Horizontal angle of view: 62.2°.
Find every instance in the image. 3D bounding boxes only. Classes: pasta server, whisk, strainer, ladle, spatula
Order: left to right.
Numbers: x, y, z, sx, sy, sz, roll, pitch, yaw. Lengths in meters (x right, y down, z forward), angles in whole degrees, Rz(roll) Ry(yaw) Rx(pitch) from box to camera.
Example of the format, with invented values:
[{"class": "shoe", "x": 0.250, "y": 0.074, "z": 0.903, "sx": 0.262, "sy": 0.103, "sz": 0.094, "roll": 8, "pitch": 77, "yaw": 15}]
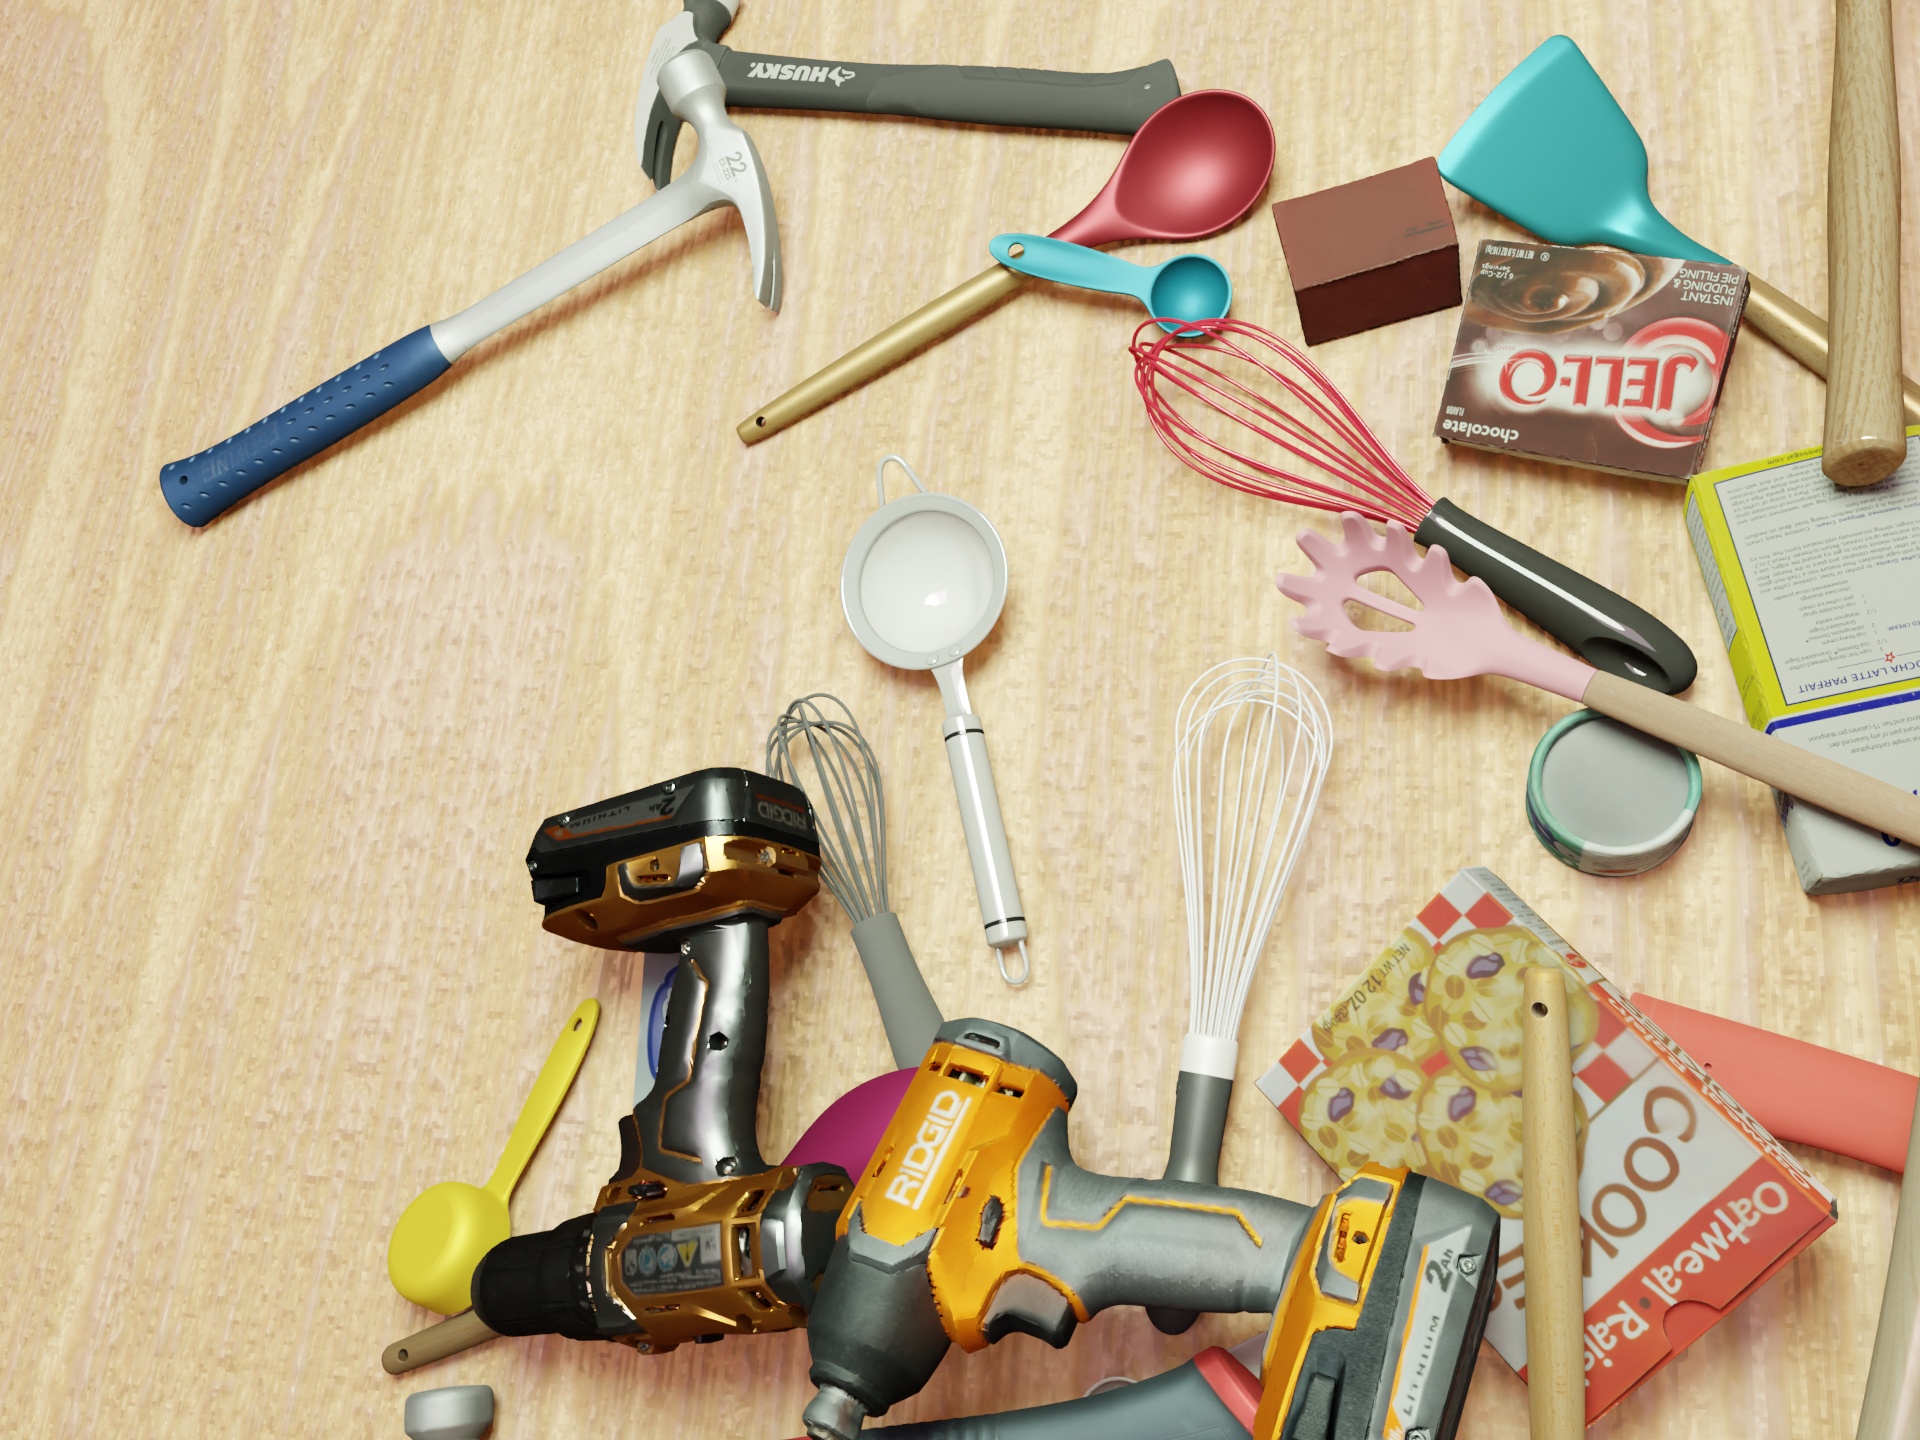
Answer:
[{"class": "whisk", "x": -0.036, "y": 0.092, "z": 0.721, "sx": 0.055, "sy": 0.055, "sz": 0.239, "roll": -26, "pitch": 69, "yaw": 8}, {"class": "strainer", "x": -0.001, "y": -0.002, "z": 0.747, "sx": 0.087, "sy": 0.050, "sz": 0.259, "roll": -18, "pitch": 71, "yaw": 18}, {"class": "ladle", "x": 0.018, "y": -0.227, "z": 0.830, "sx": 0.315, "sy": 0.031, "sz": 0.069, "roll": -28, "pitch": 91, "yaw": 9}, {"class": "whisk", "x": 0.109, "y": 0.108, "z": 0.664, "sx": 0.070, "sy": 0.070, "sz": 0.285, "roll": 6, "pitch": 78, "yaw": 20}, {"class": "whisk", "x": 0.193, "y": -0.100, "z": 0.711, "sx": 0.296, "sy": 0.073, "sz": 0.073, "roll": 37, "pitch": 85, "yaw": 21}, {"class": "pasta server", "x": 0.270, "y": -0.003, "z": 0.617, "sx": 0.316, "sy": 0.040, "sz": 0.060, "roll": 28, "pitch": 95, "yaw": 29}, {"class": "spatula", "x": 0.352, "y": -0.182, "z": 0.694, "sx": 0.082, "sy": 0.044, "sz": 0.318, "roll": -46, "pitch": 64, "yaw": 10}]

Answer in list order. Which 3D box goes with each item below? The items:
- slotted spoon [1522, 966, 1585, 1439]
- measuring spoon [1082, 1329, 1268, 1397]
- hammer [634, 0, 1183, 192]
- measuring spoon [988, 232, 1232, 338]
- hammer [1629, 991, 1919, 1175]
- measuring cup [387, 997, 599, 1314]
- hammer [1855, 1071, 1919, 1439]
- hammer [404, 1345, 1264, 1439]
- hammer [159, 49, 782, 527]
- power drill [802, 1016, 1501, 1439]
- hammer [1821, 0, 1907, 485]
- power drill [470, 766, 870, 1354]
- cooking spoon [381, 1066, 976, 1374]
[{"class": "slotted spoon", "x": 0.209, "y": 0.244, "z": 0.550, "sx": 0.070, "sy": 0.031, "sz": 0.314, "roll": -3, "pitch": 85, "yaw": 35}, {"class": "measuring spoon", "x": 0.105, "y": 0.261, "z": 0.630, "sx": 0.124, "sy": 0.018, "sz": 0.034, "roll": -23, "pitch": 64, "yaw": 1}, {"class": "hammer", "x": -0.034, "y": -0.348, "z": 0.890, "sx": 0.335, "sy": 0.035, "sz": 0.146, "roll": 13, "pitch": 74, "yaw": 22}, {"class": "measuring spoon", "x": 0.076, "y": -0.223, "z": 0.805, "sx": 0.129, "sy": 0.021, "sz": 0.042, "roll": 19, "pitch": 91, "yaw": 14}, {"class": "hammer", "x": 0.417, "y": 0.160, "z": 0.549, "sx": 0.359, "sy": 0.036, "sz": 0.149, "roll": 18, "pitch": 77, "yaw": 23}, {"class": "measuring cup", "x": -0.216, "y": 0.197, "z": 0.743, "sx": 0.062, "sy": 0.029, "sz": 0.156, "roll": 11, "pitch": 69, "yaw": 43}, {"class": "hammer", "x": 0.318, "y": 0.132, "z": 0.515, "sx": 0.146, "sy": 0.038, "sz": 0.411, "roll": 15, "pitch": 85, "yaw": -12}, {"class": "hammer", "x": -0.057, "y": 0.320, "z": 0.632, "sx": 0.386, "sy": 0.038, "sz": 0.143, "roll": -15, "pitch": 68, "yaw": 17}, {"class": "hammer", "x": -0.285, "y": -0.215, "z": 0.908, "sx": 0.405, "sy": 0.035, "sz": 0.144, "roll": -26, "pitch": 86, "yaw": 12}, {"class": "power drill", "x": 0.058, "y": 0.209, "z": 0.562, "sx": 0.226, "sy": 0.084, "sz": 0.164, "roll": 12, "pitch": 52, "yaw": 27}, {"class": "hammer", "x": 0.375, "y": -0.252, "z": 0.659, "sx": 0.031, "sy": 0.130, "sz": 0.331, "roll": 5, "pitch": 71, "yaw": 16}, {"class": "power drill", "x": -0.135, "y": 0.151, "z": 0.681, "sx": 0.185, "sy": 0.084, "sz": 0.226, "roll": -17, "pitch": 68, "yaw": 25}, {"class": "cooking spoon", "x": -0.124, "y": 0.231, "z": 0.699, "sx": 0.319, "sy": 0.017, "sz": 0.069, "roll": -25, "pitch": 74, "yaw": 13}]
